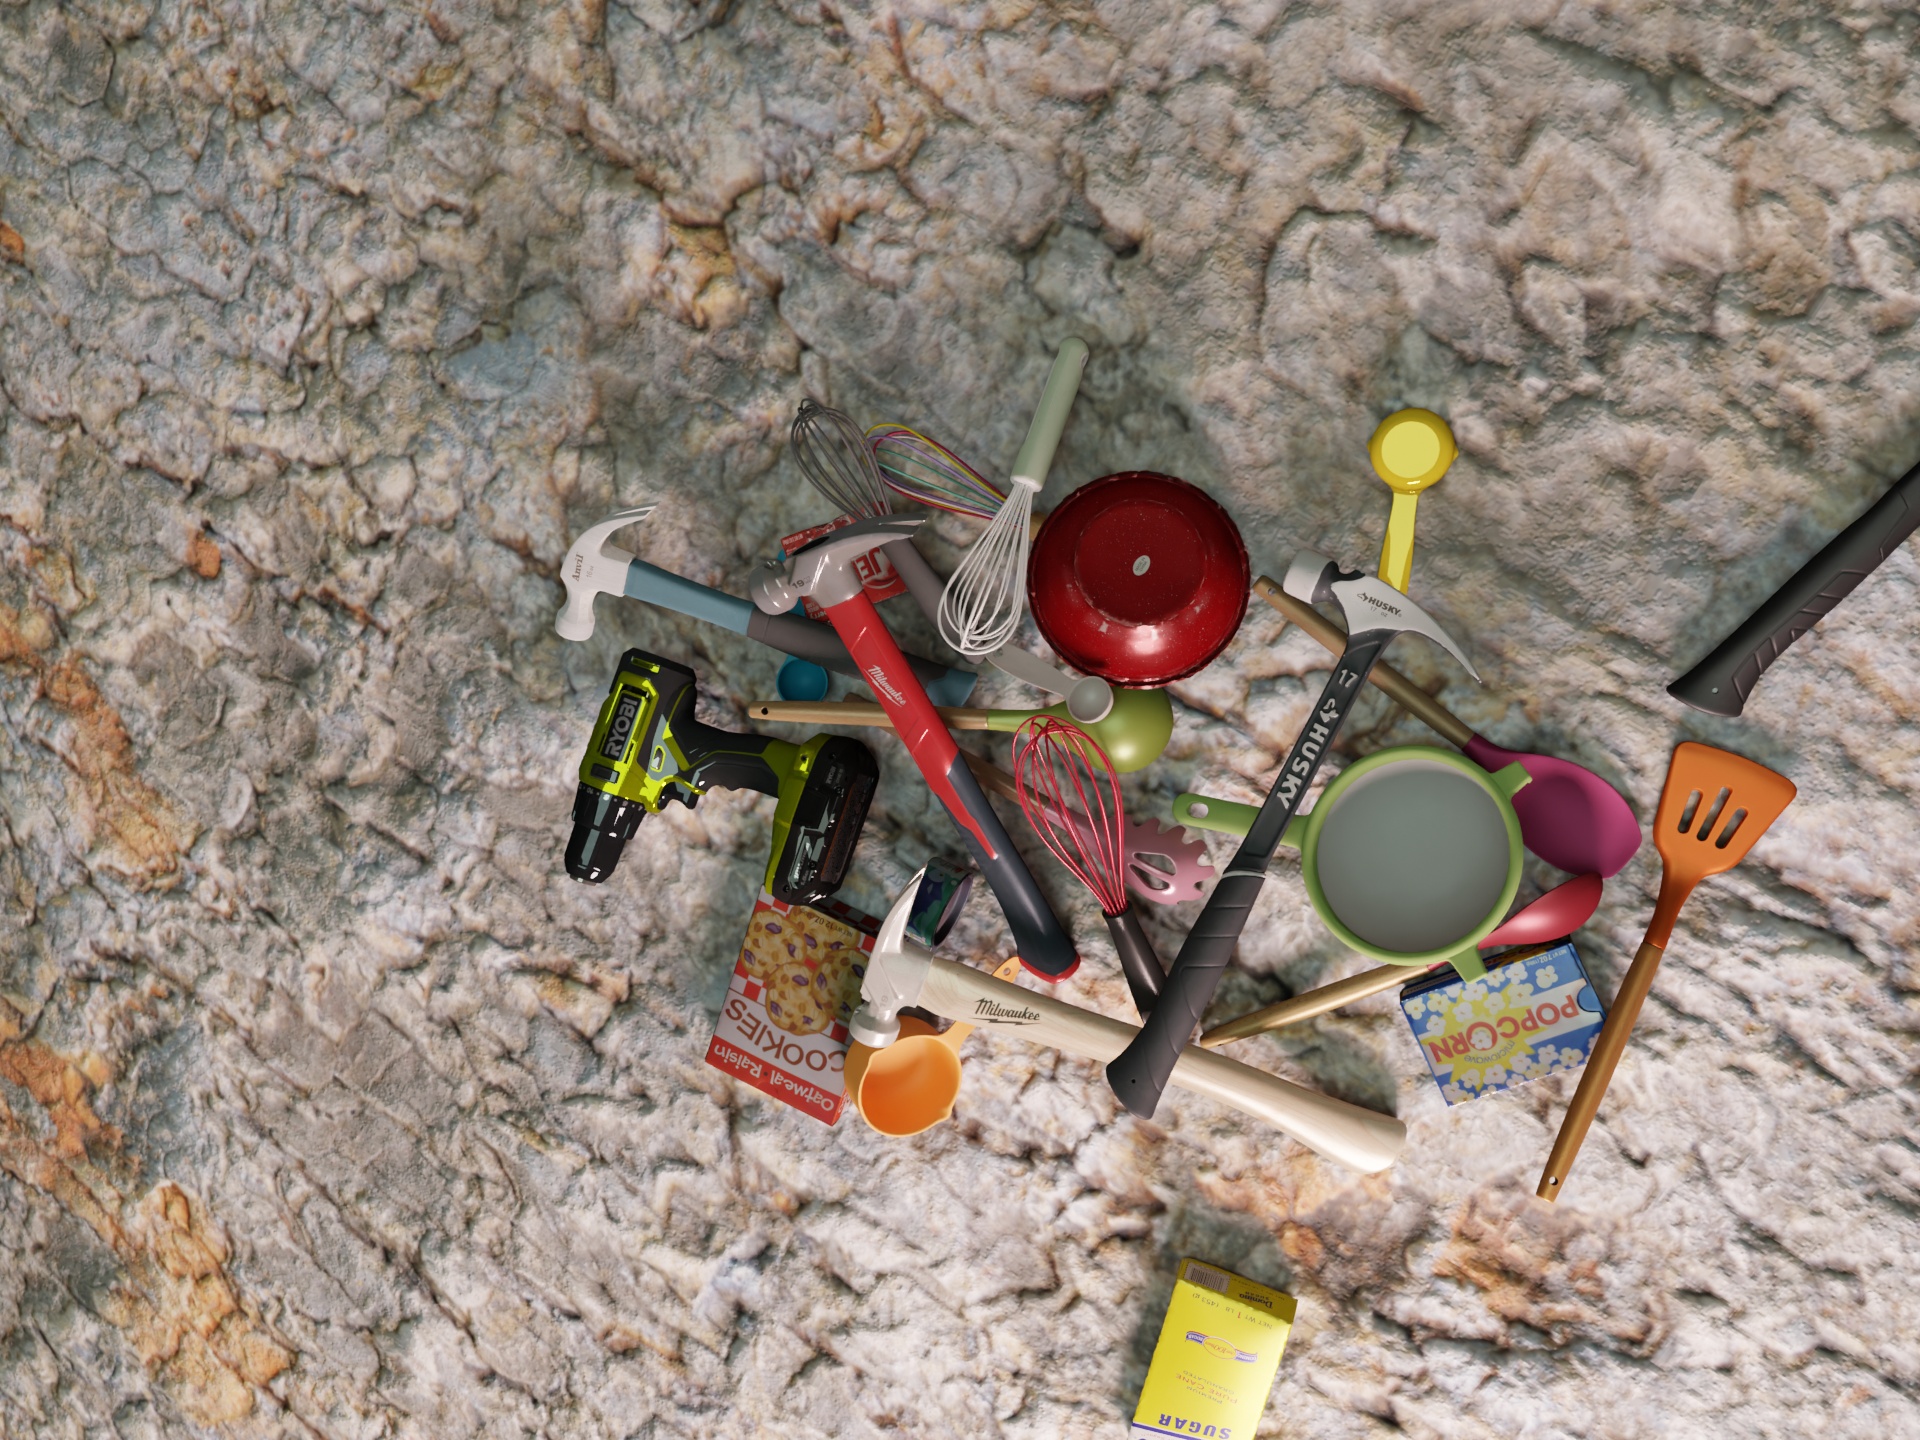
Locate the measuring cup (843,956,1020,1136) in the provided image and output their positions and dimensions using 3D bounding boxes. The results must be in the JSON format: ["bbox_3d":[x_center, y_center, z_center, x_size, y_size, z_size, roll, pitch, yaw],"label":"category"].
[{"bbox_3d":[-0.021,0.245,1.257,0.173,0.052,0.095,-48,119,-7],"label":"measuring cup"}]

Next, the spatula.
[{"bbox_3d":[0.456,0.173,1.066,0.081,0.041,0.322,24,86,13],"label":"spatula"}]

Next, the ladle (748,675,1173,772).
[{"bbox_3d":[-0.002,-0.004,1.190,0.320,0.062,0.078,2,99,13],"label":"ladle"}]

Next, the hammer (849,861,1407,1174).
[{"bbox_3d":[0.130,0.233,1.167,0.410,0.038,0.146,19,111,2],"label":"hammer"}]

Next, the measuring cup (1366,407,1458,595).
[{"bbox_3d":[0.304,-0.138,1.099,0.062,0.029,0.156,9,99,17],"label":"measuring cup"}]

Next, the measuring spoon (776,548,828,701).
[{"bbox_3d":[-0.129,-0.072,1.264,0.042,0.021,0.128,-8,87,7],"label":"measuring spoon"}]

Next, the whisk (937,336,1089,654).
[{"bbox_3d":[0.044,-0.163,1.142,0.059,0.057,0.246,18,82,13],"label":"whisk"}]

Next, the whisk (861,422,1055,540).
[{"bbox_3d":[0.033,-0.158,1.181,0.245,0.051,0.047,26,100,10],"label":"whisk"}]

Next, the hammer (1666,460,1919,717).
[{"bbox_3d":[0.584,-0.130,1.006,0.146,0.035,0.334,44,109,7],"label":"hammer"}]

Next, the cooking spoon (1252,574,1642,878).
[{"bbox_3d":[0.336,-0.002,1.117,0.319,0.017,0.068,39,103,9],"label":"cooking spoon"}]

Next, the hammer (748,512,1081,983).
[{"bbox_3d":[0.001,0.032,1.149,0.143,0.038,0.386,-17,114,32],"label":"hammer"}]

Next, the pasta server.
[{"bbox_3d":[0.046,0.053,1.219,0.316,0.040,0.060,28,106,17],"label":"pasta server"}]

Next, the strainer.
[{"bbox_3d":[0.276,0.089,1.132,0.256,0.069,0.151,10,83,35],"label":"strainer"}]

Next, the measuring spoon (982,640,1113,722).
[{"bbox_3d":[0.063,-0.030,1.150,0.124,0.018,0.034,30,88,38],"label":"measuring spoon"}]

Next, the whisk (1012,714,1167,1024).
[{"bbox_3d":[0.108,0.122,1.156,0.073,0.073,0.295,-15,115,20],"label":"whisk"}]

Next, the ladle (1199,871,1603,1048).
[{"bbox_3d":[0.310,0.181,1.140,0.315,0.069,0.031,-27,60,26],"label":"ladle"}]

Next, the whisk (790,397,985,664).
[{"bbox_3d":[-0.050,-0.137,1.179,0.055,0.055,0.238,-29,110,20],"label":"whisk"}]

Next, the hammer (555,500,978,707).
[{"bbox_3d":[-0.148,-0.072,1.224,0.331,0.033,0.128,20,120,2],"label":"hammer"}]

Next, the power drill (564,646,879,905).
[{"bbox_3d":[-0.197,0.064,1.255,0.228,0.080,0.190,18,87,15],"label":"power drill"}]

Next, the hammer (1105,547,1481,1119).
[{"bbox_3d":[0.210,0.093,1.102,0.149,0.036,0.409,28,96,23],"label":"hammer"}]
